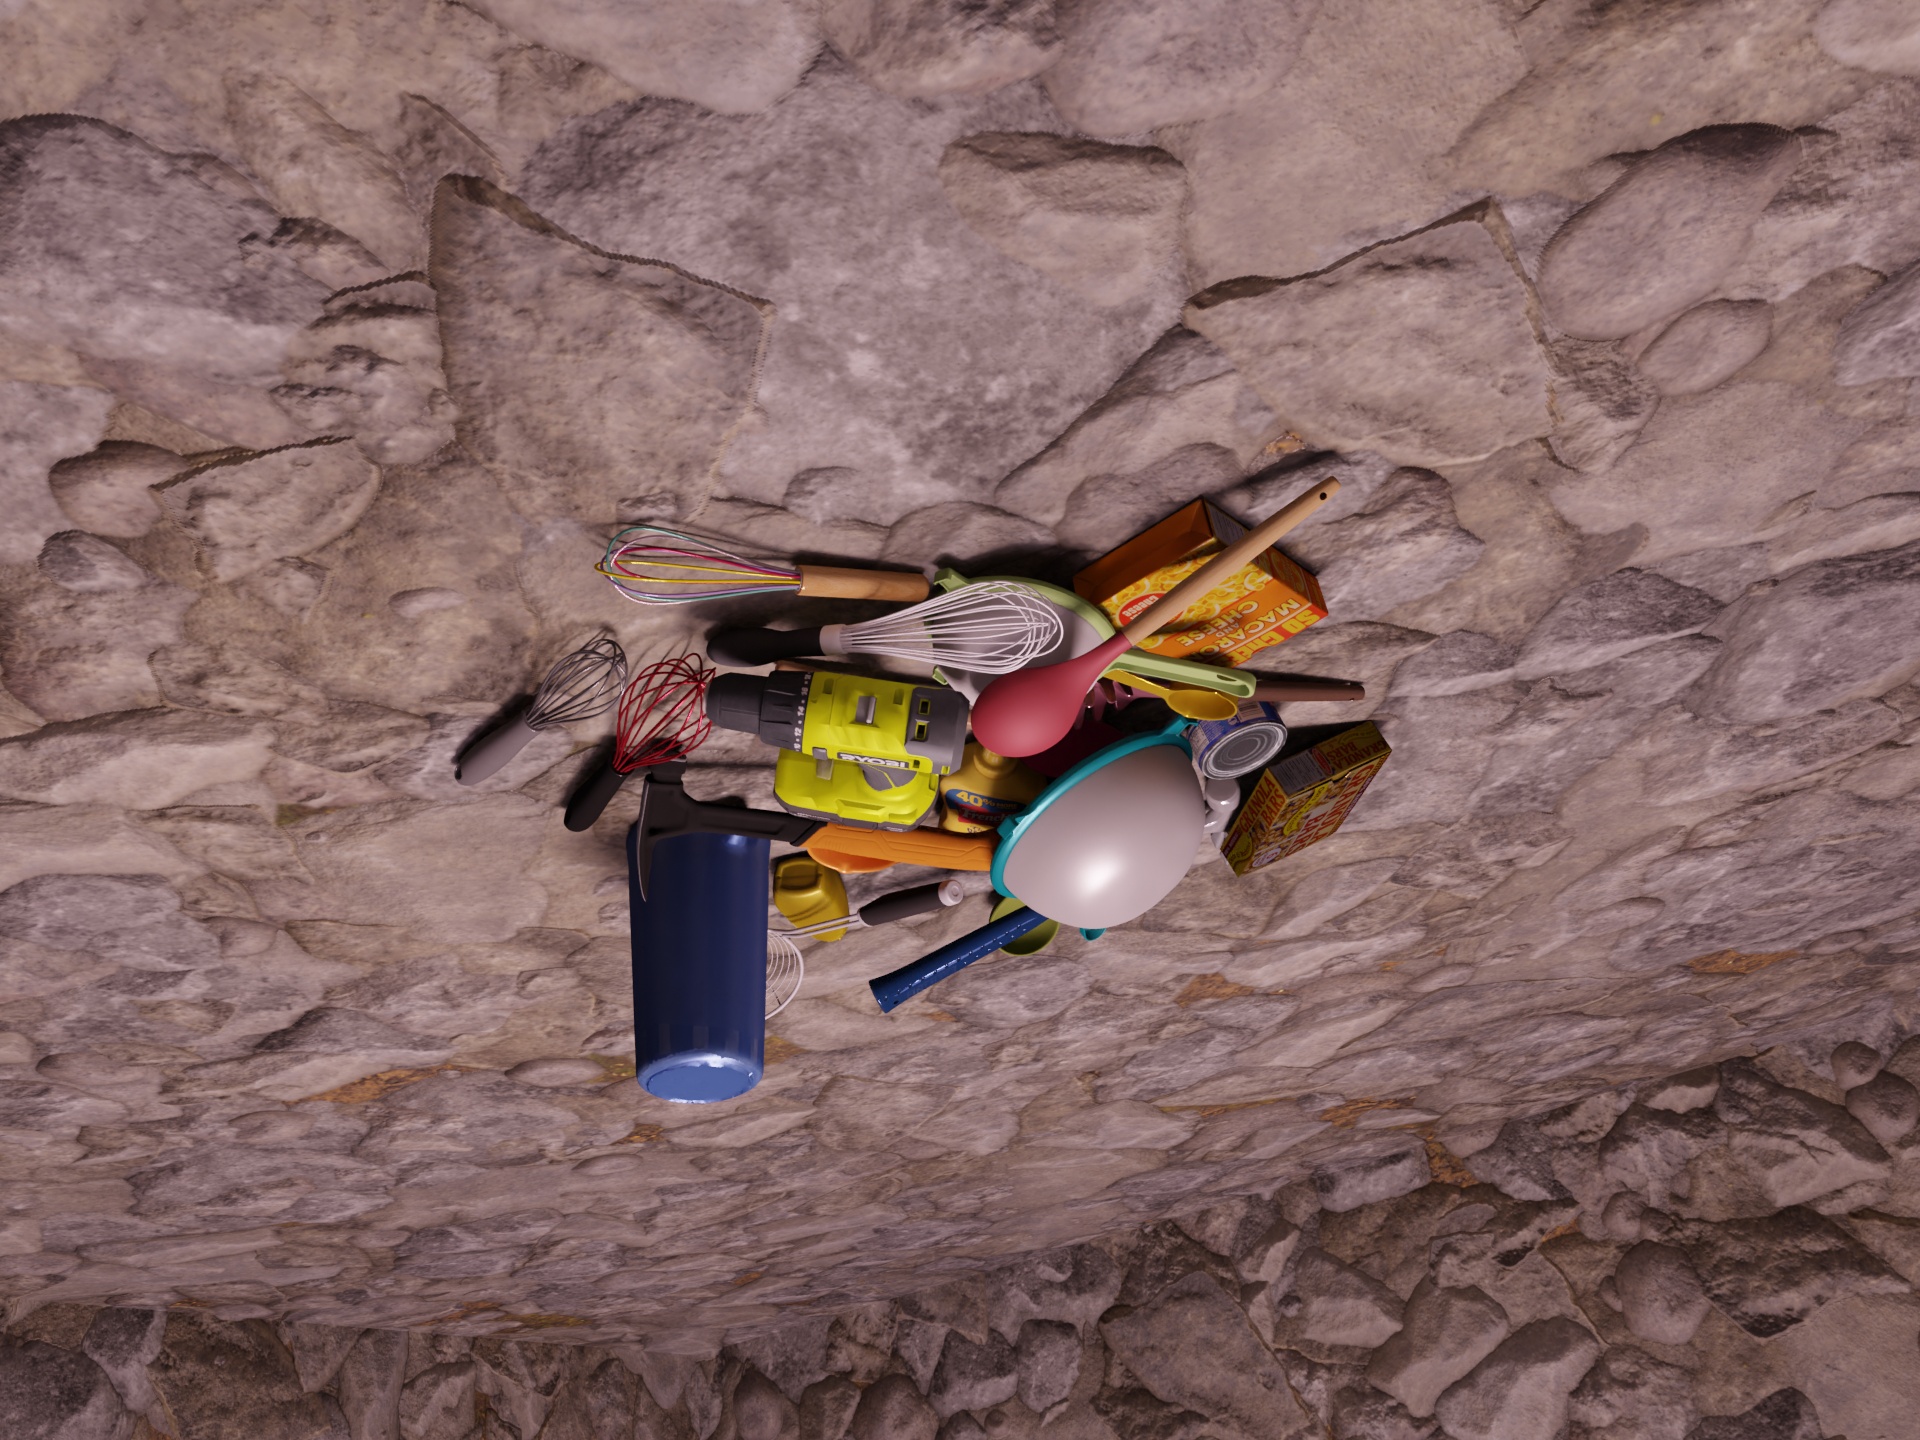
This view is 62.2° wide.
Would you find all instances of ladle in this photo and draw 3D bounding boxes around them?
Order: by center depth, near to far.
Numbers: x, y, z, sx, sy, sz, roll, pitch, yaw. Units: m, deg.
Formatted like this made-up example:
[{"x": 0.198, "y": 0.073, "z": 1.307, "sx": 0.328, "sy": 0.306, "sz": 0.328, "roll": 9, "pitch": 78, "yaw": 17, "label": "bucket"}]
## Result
[{"x": 0.140, "y": -0.074, "z": 1.136, "sx": 0.315, "sy": 0.031, "sz": 0.069, "roll": -37, "pitch": 113, "yaw": 7, "label": "ladle"}, {"x": 0.082, "y": 0.151, "z": 1.575, "sx": 0.078, "sy": 0.062, "sz": 0.320, "roll": -7, "pitch": 152, "yaw": -12, "label": "ladle"}]

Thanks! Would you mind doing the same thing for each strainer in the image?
[{"x": 0.092, "y": -0.030, "z": 1.199, "sx": 0.256, "sy": 0.069, "sz": 0.151, "roll": 11, "pitch": 151, "yaw": 5, "label": "strainer"}, {"x": 0.140, "y": 0.146, "z": 1.415, "sx": 0.211, "sy": 0.095, "sz": 0.340, "roll": -30, "pitch": 151, "yaw": -14, "label": "strainer"}]

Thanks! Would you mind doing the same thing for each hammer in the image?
[{"x": -0.108, "y": 0.106, "z": 1.370, "sx": 0.336, "sy": 0.034, "sz": 0.127, "roll": 7, "pitch": 102, "yaw": -13, "label": "hammer"}, {"x": 0.099, "y": 0.182, "z": 1.571, "sx": 0.405, "sy": 0.035, "sz": 0.144, "roll": -27, "pitch": 150, "yaw": -2, "label": "hammer"}]

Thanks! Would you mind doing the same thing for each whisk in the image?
[{"x": -0.137, "y": -0.103, "z": 1.124, "sx": 0.245, "sy": 0.051, "sz": 0.047, "roll": 1, "pitch": 169, "yaw": -26, "label": "whisk"}, {"x": -0.062, "y": -0.061, "z": 1.148, "sx": 0.284, "sy": 0.070, "sz": 0.070, "roll": -3, "pitch": 154, "yaw": 23, "label": "whisk"}, {"x": -0.328, "y": 0.002, "z": 1.231, "sx": 0.055, "sy": 0.055, "sz": 0.239, "roll": 19, "pitch": 144, "yaw": -40, "label": "whisk"}, {"x": -0.267, "y": 0.027, "z": 1.282, "sx": 0.073, "sy": 0.073, "sz": 0.295, "roll": 9, "pitch": 150, "yaw": -30, "label": "whisk"}]

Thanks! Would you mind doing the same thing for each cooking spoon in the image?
[{"x": -0.002, "y": -0.004, "z": 1.305, "sx": 0.318, "sy": 0.017, "sz": 0.068, "roll": 15, "pitch": 127, "yaw": -23, "label": "cooking spoon"}]

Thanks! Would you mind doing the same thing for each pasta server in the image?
[{"x": 0.216, "y": -0.019, "z": 1.348, "sx": 0.316, "sy": 0.040, "sz": 0.060, "roll": 0, "pitch": 158, "yaw": -26, "label": "pasta server"}]

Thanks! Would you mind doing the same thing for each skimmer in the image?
[{"x": -0.131, "y": 0.223, "z": 1.504, "sx": 0.127, "sy": 0.090, "sz": 0.363, "roll": 29, "pitch": 146, "yaw": -34, "label": "skimmer"}]

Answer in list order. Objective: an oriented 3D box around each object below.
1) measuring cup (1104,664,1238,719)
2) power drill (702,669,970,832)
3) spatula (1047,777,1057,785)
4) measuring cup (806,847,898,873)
[{"x": 0.148, "y": -0.040, "z": 1.261, "sx": 0.156, "sy": 0.029, "sz": 0.062, "roll": 20, "pitch": 158, "yaw": -8, "label": "measuring cup"}, {"x": -0.095, "y": 0.019, "z": 1.230, "sx": 0.190, "sy": 0.080, "sz": 0.228, "roll": 8, "pitch": 164, "yaw": -1, "label": "power drill"}, {"x": 0.081, "y": -0.009, "z": 1.358, "sx": 0.082, "sy": 0.044, "sz": 0.317, "roll": -13, "pitch": 145, "yaw": 6, "label": "spatula"}, {"x": -0.054, "y": 0.101, "z": 1.452, "sx": 0.173, "sy": 0.052, "sz": 0.095, "roll": 8, "pitch": 145, "yaw": -13, "label": "measuring cup"}]
